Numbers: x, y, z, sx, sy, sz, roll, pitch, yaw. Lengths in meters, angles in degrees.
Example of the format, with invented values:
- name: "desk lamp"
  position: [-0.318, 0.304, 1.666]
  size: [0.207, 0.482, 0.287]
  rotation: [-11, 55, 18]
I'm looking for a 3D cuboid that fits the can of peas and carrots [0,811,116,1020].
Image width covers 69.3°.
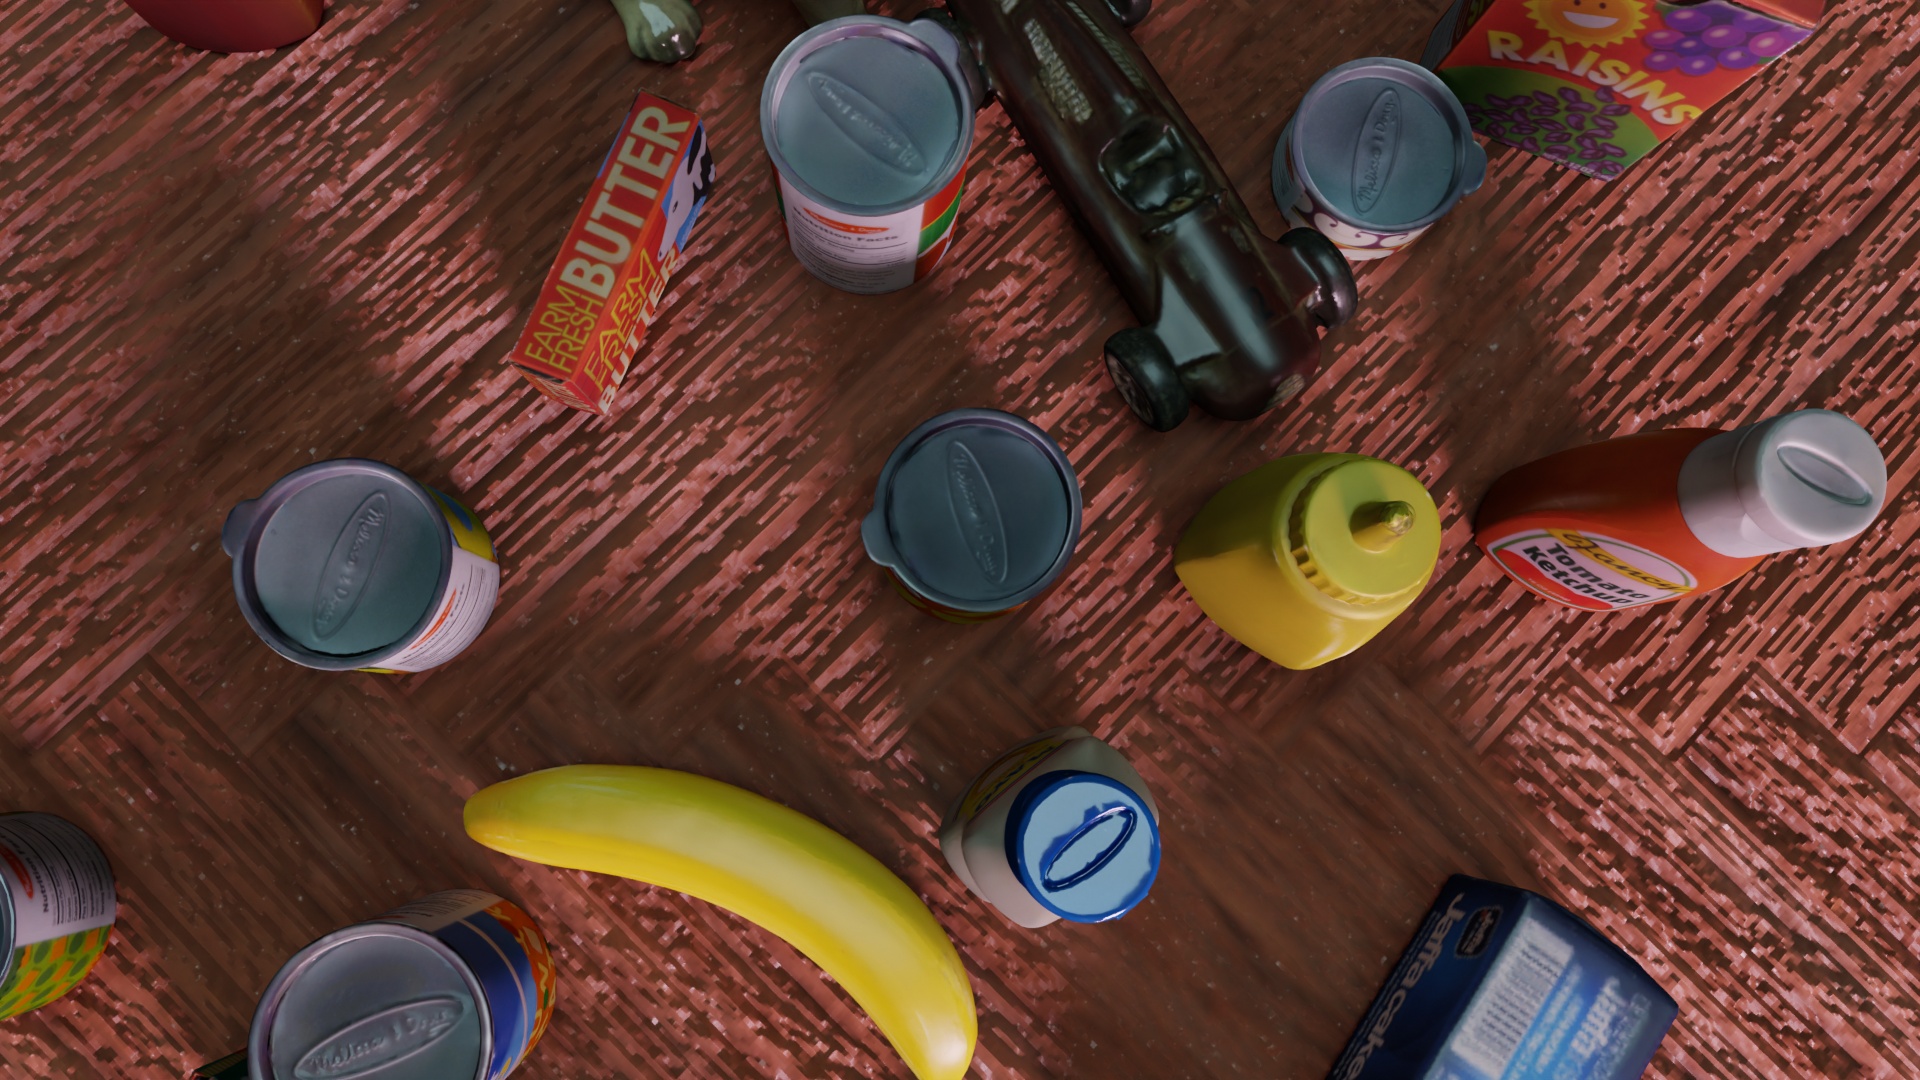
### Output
- name: "can of peas and carrots"
  position: [-0.311, 0.119, 0.428]
  size: [0.071, 0.058, 0.071]
  rotation: [0, 82, -4]

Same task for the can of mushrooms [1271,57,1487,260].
- name: "can of mushrooms"
  position: [0.151, -0.138, 0.508]
  size: [0.071, 0.033, 0.071]
  rotation: [1, 82, -4]

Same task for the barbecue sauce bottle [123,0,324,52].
- name: "barbecue sauce bottle"
  position: [-0.257, -0.206, 0.433]
  size: [0.065, 0.148, 0.043]
  rotation: [-2, 83, -4]

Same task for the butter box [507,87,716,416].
- name: "butter box"
  position: [-0.116, -0.096, 0.475]
  size: [0.024, 0.053, 0.103]
  rotation: [23, 81, 0]

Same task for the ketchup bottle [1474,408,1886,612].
- name: "ketchup bottle"
  position: [0.221, -0.009, 0.435]
  size: [0.065, 0.148, 0.043]
  rotation: [29, 82, 1]

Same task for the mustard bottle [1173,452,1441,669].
- name: "mustard bottle"
  position: [0.109, 0.004, 0.421]
  size: [0.065, 0.160, 0.049]
  rotation: [42, 82, 2]

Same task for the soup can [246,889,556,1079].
- name: "soup can"
  position: [-0.164, 0.146, 0.421]
  size: [0.071, 0.083, 0.071]
  rotation: [0, 82, -3]

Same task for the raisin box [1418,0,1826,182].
- name: "raisin box"
  position: [0.217, -0.175, 0.472]
  size: [0.086, 0.123, 0.040]
  rotation: [22, 82, 0]

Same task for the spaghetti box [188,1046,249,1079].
- name: "spaghetti box"
  position: [-0.130, 0.238, 0.427]
  size: [0.250, 0.050, 0.029]
  rotation: [34, 82, 1]

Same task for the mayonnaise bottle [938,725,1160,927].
- name: "mayonnaise bottle"
  position: [0.027, 0.084, 0.410]
  size: [0.065, 0.148, 0.041]
  rotation: [-38, 86, -7]

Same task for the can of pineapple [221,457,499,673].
- name: "can of pineapple"
  position: [-0.192, 0.009, 0.452]
  size: [0.071, 0.058, 0.071]
  rotation: [0, 82, -4]

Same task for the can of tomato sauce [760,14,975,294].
- name: "can of tomato sauce"
  position: [-0.030, -0.128, 0.470]
  size: [0.071, 0.083, 0.071]
  rotation: [0, 82, -3]

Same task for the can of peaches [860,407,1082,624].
- name: "can of peaches"
  position: [0.002, -0.006, 0.467]
  size: [0.071, 0.058, 0.071]
  rotation: [0, 82, -4]
